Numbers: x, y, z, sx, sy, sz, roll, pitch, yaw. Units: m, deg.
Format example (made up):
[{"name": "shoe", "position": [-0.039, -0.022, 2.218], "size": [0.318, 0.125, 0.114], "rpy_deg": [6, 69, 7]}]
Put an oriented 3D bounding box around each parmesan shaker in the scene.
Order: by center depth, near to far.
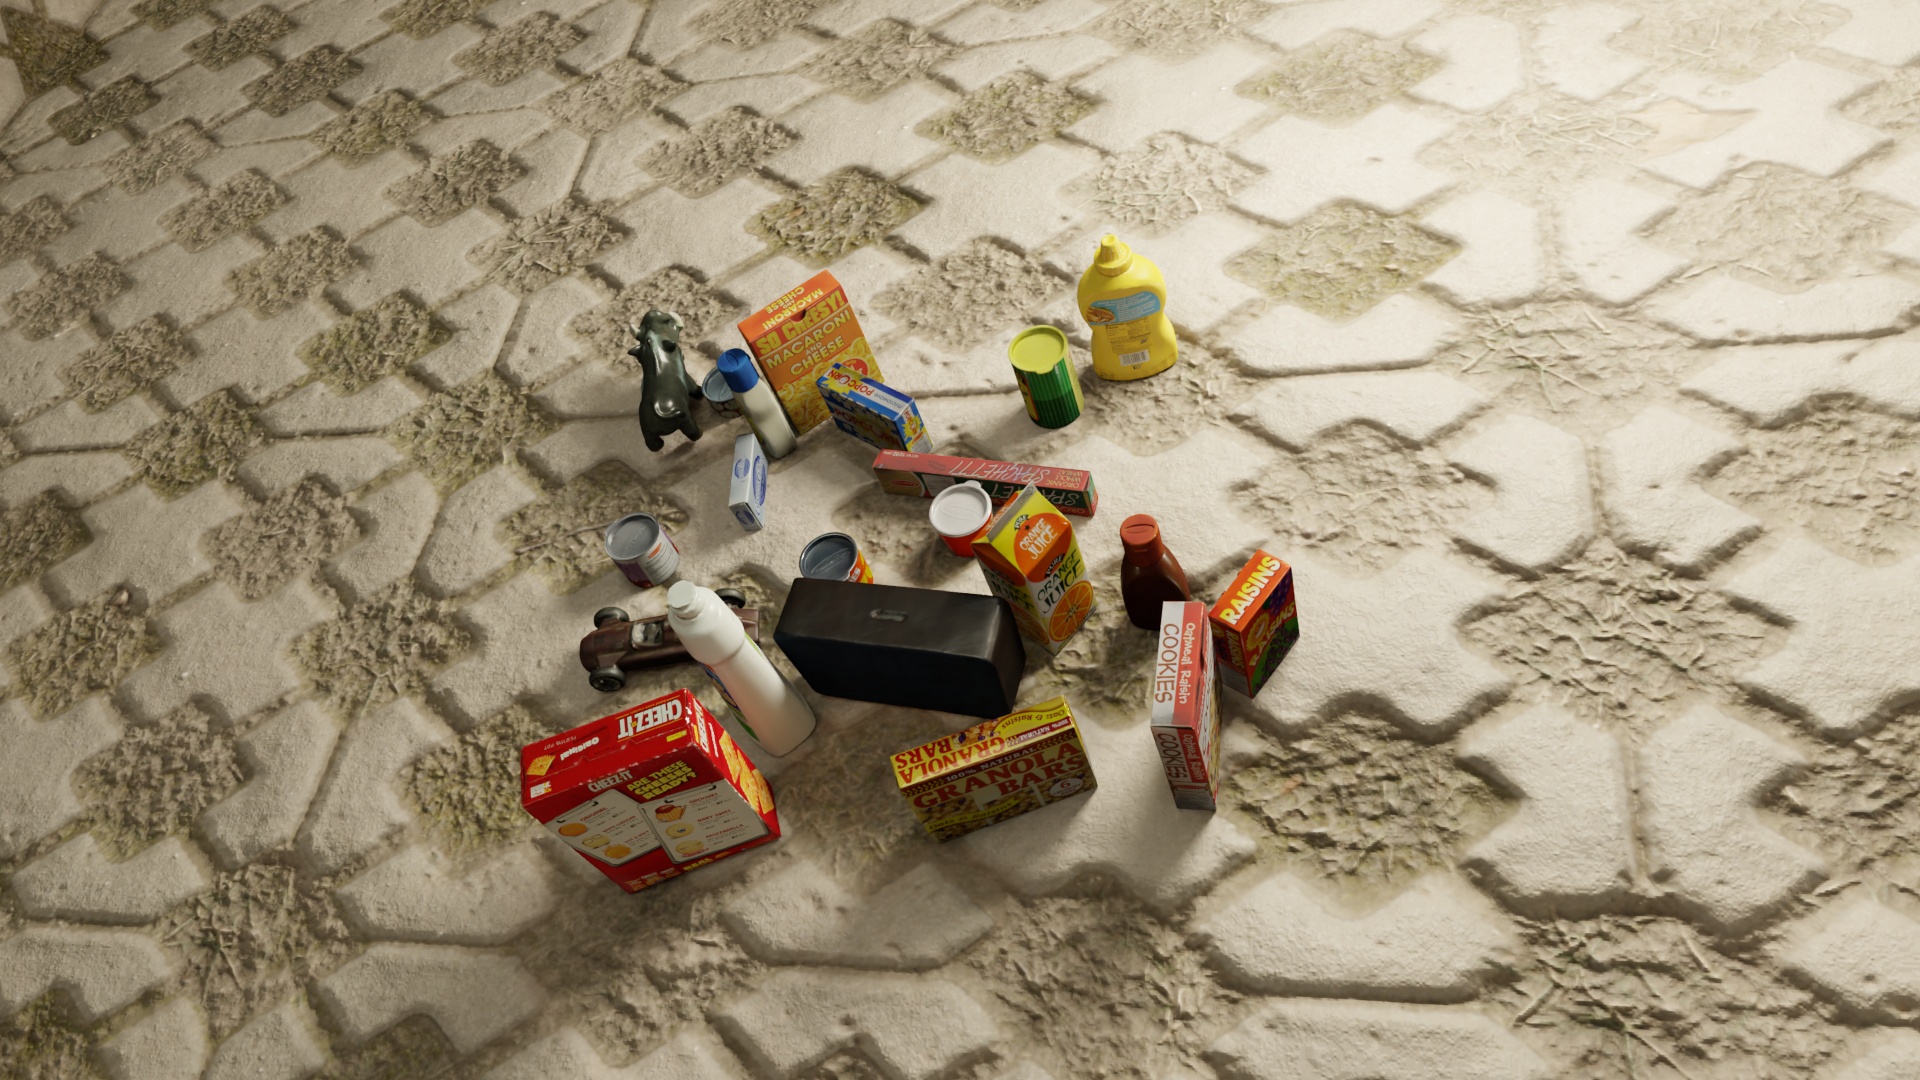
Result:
[{"name": "parmesan shaker", "position": [0.096, -0.177, 1.538], "size": [0.071, 0.102, 0.071], "rpy_deg": [-9, 54, 12]}]

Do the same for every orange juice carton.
[{"name": "orange juice carton", "position": [0.069, 0.023, 1.345], "size": [0.073, 0.191, 0.072], "rpy_deg": [30, 69, 32]}]

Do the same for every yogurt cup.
[{"name": "yogurt cup", "position": [0.005, -0.019, 1.483], "size": [0.072, 0.053, 0.073], "rpy_deg": [-8, 53, 12]}]

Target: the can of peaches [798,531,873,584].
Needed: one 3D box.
[{"name": "can of peaches", "position": [-0.131, 0.036, 1.484], "size": [0.071, 0.057, 0.071], "rpy_deg": [-8, 53, 12]}]

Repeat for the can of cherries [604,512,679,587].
[{"name": "can of cherries", "position": [-0.362, 0.010, 1.575], "size": [0.071, 0.058, 0.072], "rpy_deg": [-8, 53, 12]}]

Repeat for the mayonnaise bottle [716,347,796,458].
[{"name": "mayonnaise bottle", "position": [-0.236, -0.160, 1.601], "size": [0.041, 0.147, 0.065], "rpy_deg": [-36, 53, -9]}]

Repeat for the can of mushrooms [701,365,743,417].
[{"name": "can of mushrooms", "position": [-0.279, -0.185, 1.705], "size": [0.071, 0.033, 0.071], "rpy_deg": [-8, 53, 12]}]

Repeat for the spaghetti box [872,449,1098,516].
[{"name": "spaghetti box", "position": [0.027, -0.063, 1.510], "size": [0.250, 0.050, 0.029], "rpy_deg": [7, 58, 22]}]

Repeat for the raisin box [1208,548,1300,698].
[{"name": "raisin box", "position": [0.272, 0.078, 1.285], "size": [0.040, 0.123, 0.086], "rpy_deg": [30, 69, 32]}]

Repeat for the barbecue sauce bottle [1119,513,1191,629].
[{"name": "barbecue sauce bottle", "position": [0.182, 0.031, 1.332], "size": [0.065, 0.148, 0.044], "rpy_deg": [-6, 54, 14]}]

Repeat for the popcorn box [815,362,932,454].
[{"name": "popcorn box", "position": [-0.098, -0.144, 1.586], "size": [0.127, 0.085, 0.038], "rpy_deg": [28, 68, 32]}]

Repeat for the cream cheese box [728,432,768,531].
[{"name": "cream cheese box", "position": [-0.242, -0.067, 1.596], "size": [0.024, 0.053, 0.104], "rpy_deg": [-9, 53, 11]}]

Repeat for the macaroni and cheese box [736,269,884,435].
[{"name": "macaroni and cheese box", "position": [-0.170, -0.216, 1.608], "size": [0.124, 0.165, 0.040], "rpy_deg": [-34, 53, -8]}]

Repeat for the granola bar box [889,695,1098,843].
[{"name": "granola bar box", "position": [0.034, 0.211, 1.264], "size": [0.165, 0.123, 0.039], "rpy_deg": [-20, 52, 3]}]

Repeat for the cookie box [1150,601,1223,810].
[{"name": "cookie box", "position": [0.204, 0.148, 1.228], "size": [0.040, 0.166, 0.123], "rpy_deg": [-1, 56, 17]}]
